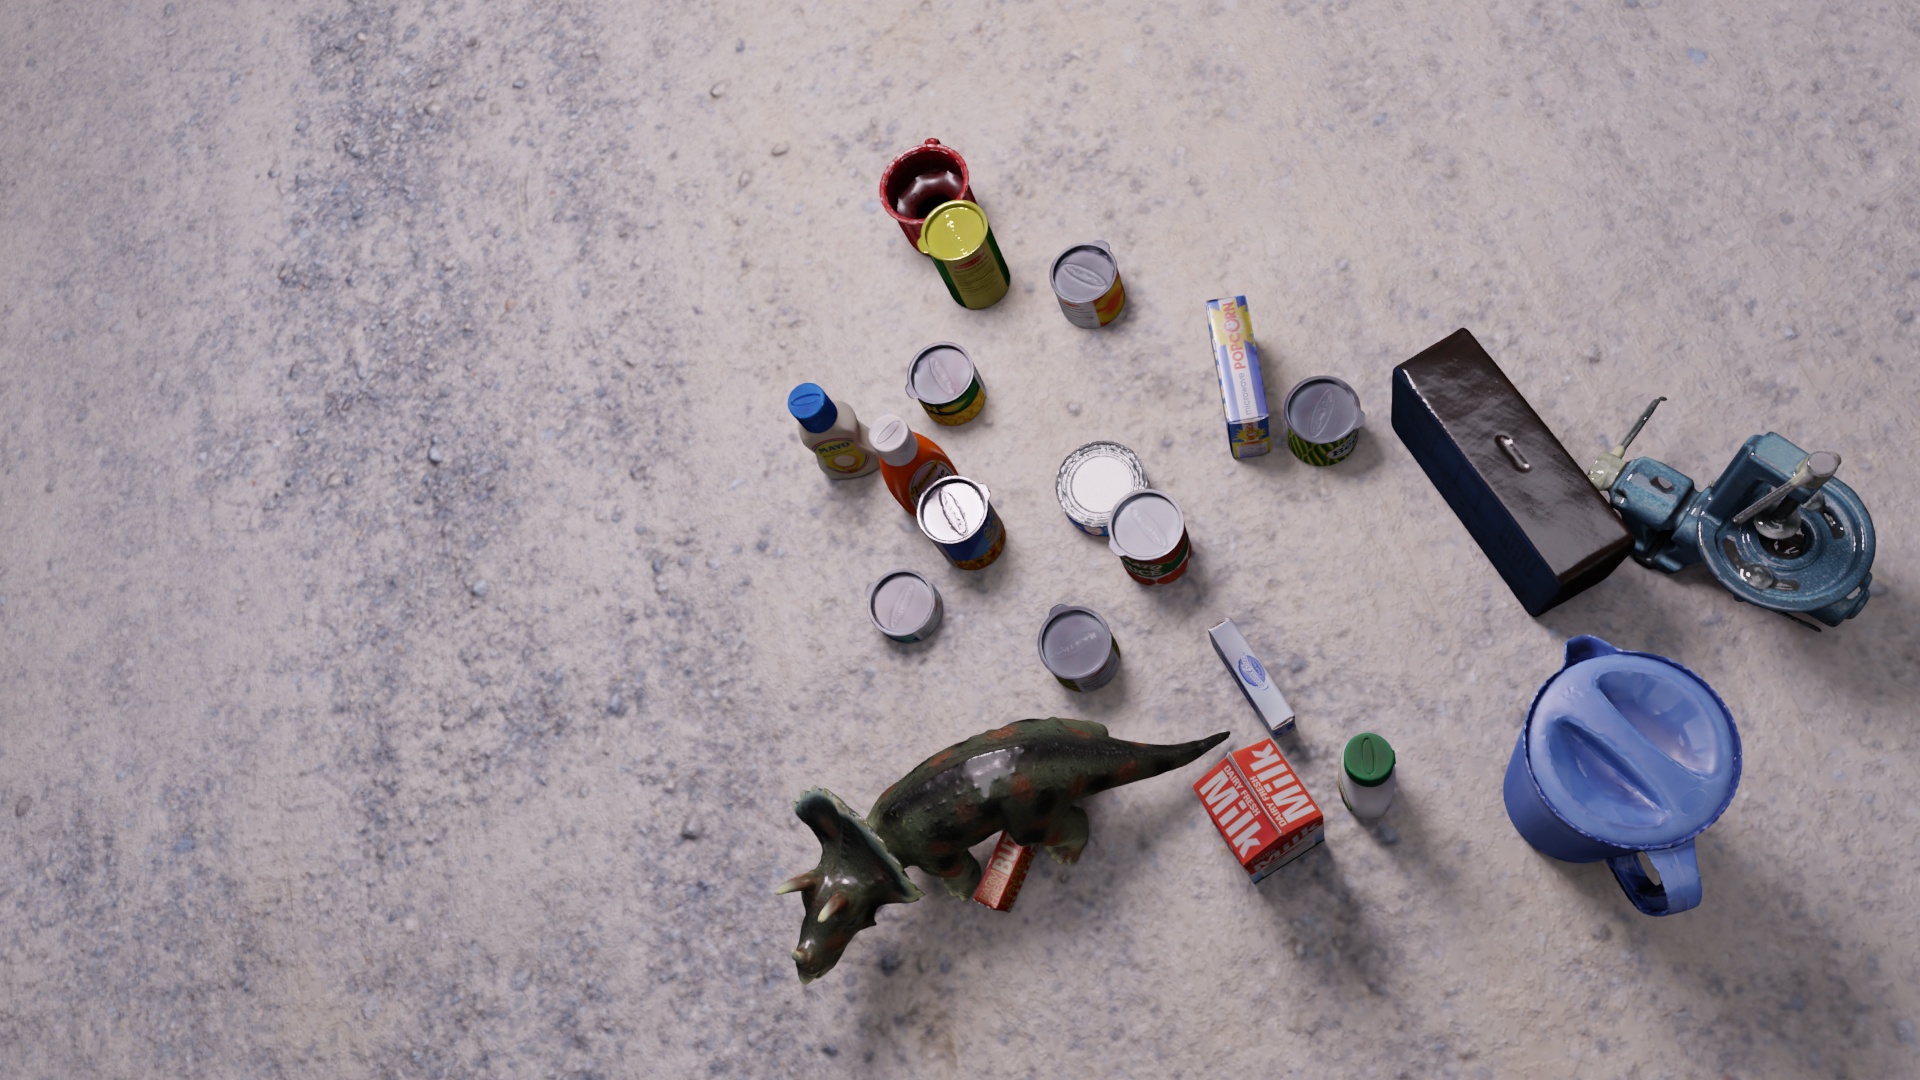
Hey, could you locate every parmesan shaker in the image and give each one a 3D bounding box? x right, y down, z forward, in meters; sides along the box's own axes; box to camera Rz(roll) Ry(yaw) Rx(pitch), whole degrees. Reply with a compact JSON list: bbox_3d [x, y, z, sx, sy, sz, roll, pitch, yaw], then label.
[{"bbox_3d":[0.004,-0.280,1.375,0.071,0.103,0.071,-5,70,13],"label":"parmesan shaker"}]

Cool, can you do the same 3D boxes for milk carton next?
[{"bbox_3d":[0.236,0.212,1.092,0.073,0.190,0.072,-33,67,2],"label":"milk carton"}]

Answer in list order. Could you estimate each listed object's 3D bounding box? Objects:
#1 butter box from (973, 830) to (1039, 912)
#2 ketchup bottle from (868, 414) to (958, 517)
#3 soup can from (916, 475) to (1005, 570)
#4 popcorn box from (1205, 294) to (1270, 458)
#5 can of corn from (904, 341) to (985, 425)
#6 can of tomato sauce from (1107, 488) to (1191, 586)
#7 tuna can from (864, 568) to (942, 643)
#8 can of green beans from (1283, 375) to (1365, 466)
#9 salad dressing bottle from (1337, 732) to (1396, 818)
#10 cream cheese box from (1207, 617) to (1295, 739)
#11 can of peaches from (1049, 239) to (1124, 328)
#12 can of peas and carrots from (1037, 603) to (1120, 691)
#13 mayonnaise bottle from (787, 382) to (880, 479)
[{"bbox_3d":[0.047,0.268,1.197,0.024,0.053,0.103,21,77,20],"label":"butter box"},{"bbox_3d":[-0.047,-0.072,1.290,0.043,0.148,0.065,41,86,23],"label":"ketchup bottle"},{"bbox_3d":[0.005,-0.016,1.292,0.071,0.083,0.071,-5,70,13],"label":"soup can"},{"bbox_3d":[0.255,-0.149,1.273,0.038,0.085,0.127,-10,69,11],"label":"popcorn box"},{"bbox_3d":[-0.015,-0.151,1.359,0.071,0.058,0.071,-5,70,13],"label":"can of corn"},{"bbox_3d":[0.170,0.000,1.243,0.071,0.083,0.071,-5,70,13],"label":"can of tomato sauce"},{"bbox_3d":[-0.054,0.061,1.308,0.071,0.032,0.071,-5,70,13],"label":"tuna can"},{"bbox_3d":[0.326,-0.107,1.254,0.071,0.057,0.071,-5,70,13],"label":"can of green beans"},{"bbox_3d":[0.323,0.183,1.103,0.044,0.147,0.064,-5,70,13],"label":"salad dressing bottle"},{"bbox_3d":[0.251,0.119,1.196,0.024,0.053,0.104,-31,66,3],"label":"cream cheese box"},{"bbox_3d":[0.126,-0.250,1.357,0.071,0.058,0.071,-5,70,13],"label":"can of peaches"},{"bbox_3d":[0.105,0.096,1.240,0.071,0.058,0.071,-5,70,13],"label":"can of peas and carrots"},{"bbox_3d":[-0.123,-0.103,1.321,0.065,0.147,0.041,-14,69,10],"label":"mayonnaise bottle"}]
